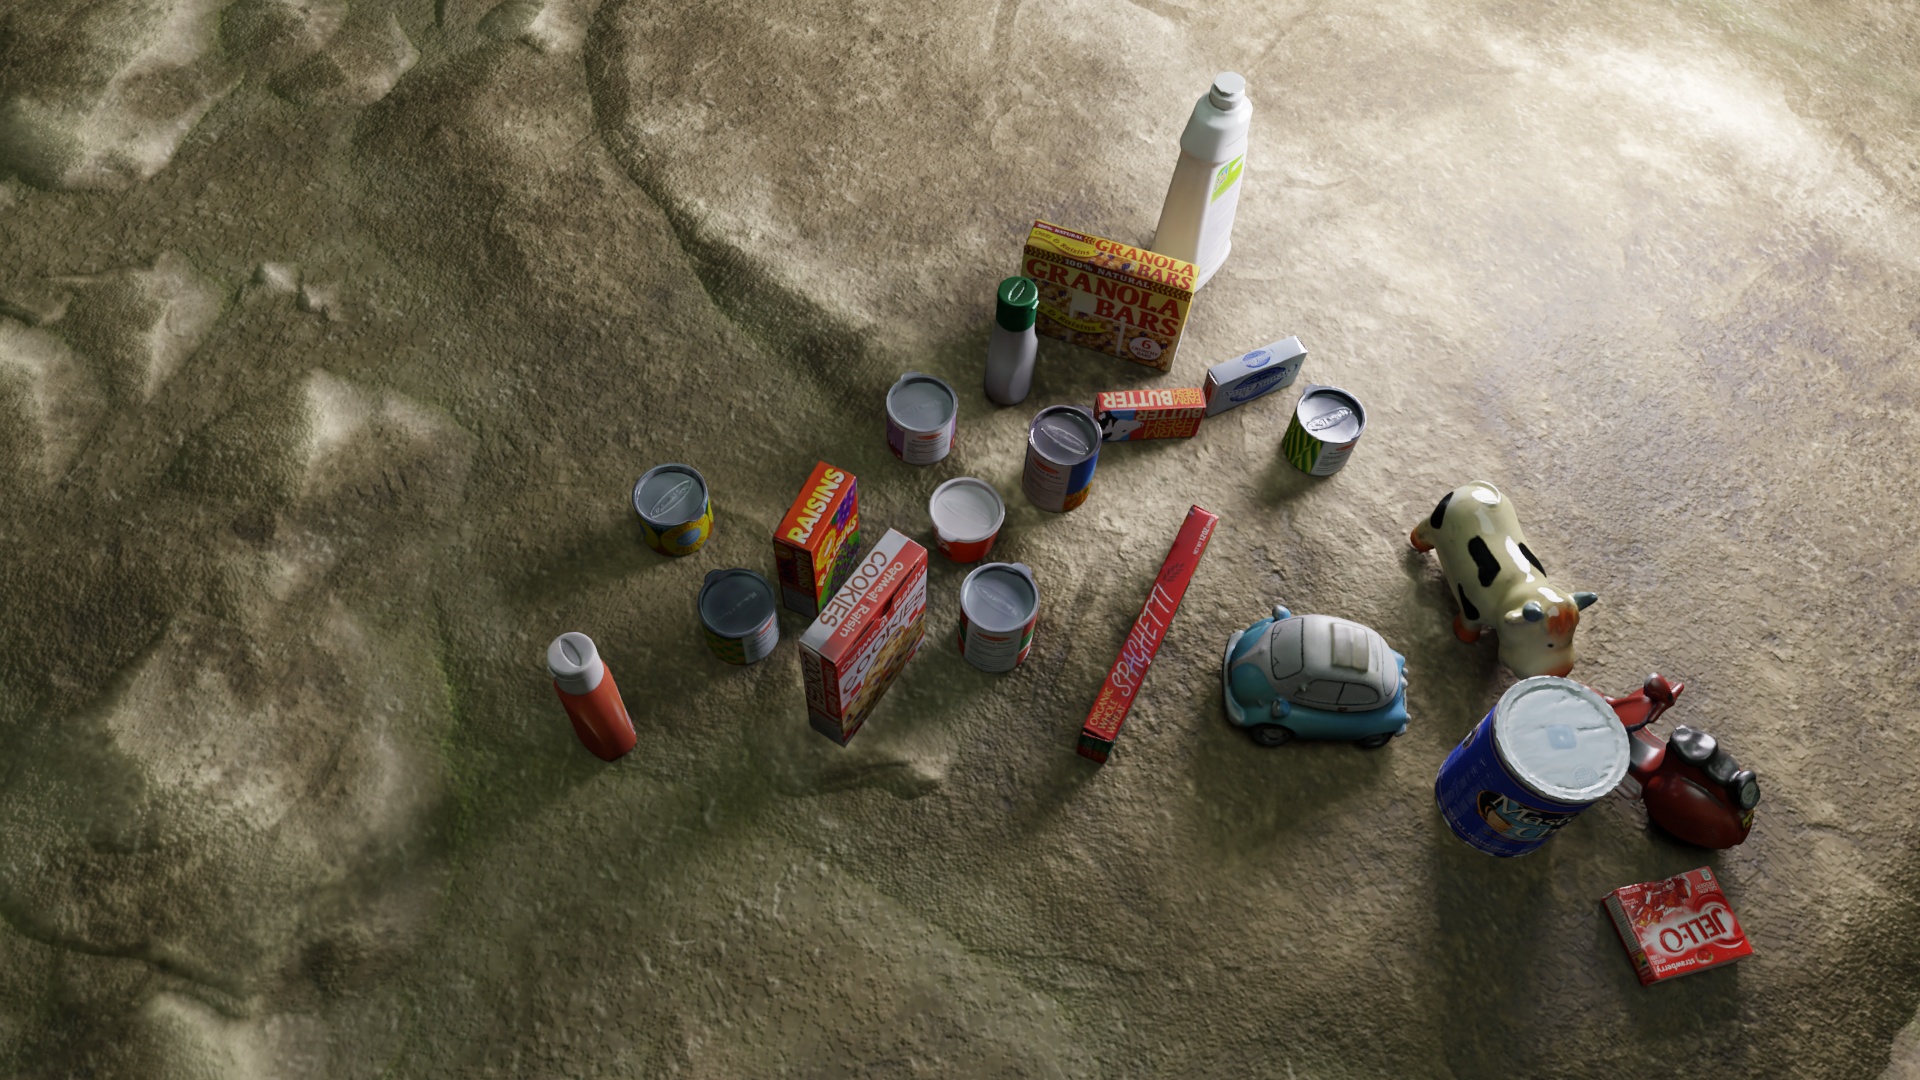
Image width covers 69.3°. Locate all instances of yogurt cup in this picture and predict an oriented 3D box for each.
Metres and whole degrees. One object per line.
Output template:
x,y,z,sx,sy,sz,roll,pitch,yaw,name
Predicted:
0.004,-0.016,1.259,0.072,0.053,0.073,1,59,-2,yogurt cup

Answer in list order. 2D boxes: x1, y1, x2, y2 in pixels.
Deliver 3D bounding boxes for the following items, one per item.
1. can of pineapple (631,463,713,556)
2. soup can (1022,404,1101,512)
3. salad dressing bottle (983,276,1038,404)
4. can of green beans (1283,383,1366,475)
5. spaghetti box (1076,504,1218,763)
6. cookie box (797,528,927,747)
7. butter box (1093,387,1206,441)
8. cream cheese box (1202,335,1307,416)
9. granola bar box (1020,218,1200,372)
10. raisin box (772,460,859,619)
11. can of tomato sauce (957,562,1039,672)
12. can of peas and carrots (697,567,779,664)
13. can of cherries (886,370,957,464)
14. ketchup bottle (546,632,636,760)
-0.257,-0.026,1.250,0.071,0.057,0.071,1,59,-2,can of pineapple
0.094,-0.076,1.282,0.071,0.083,0.071,1,60,-2,soup can
0.049,-0.188,1.309,0.044,0.147,0.064,26,62,12,salad dressing bottle
0.347,-0.104,1.326,0.071,0.057,0.071,1,59,-2,can of green beans
0.165,0.079,1.213,0.029,0.050,0.251,24,61,11,spaghetti box
-0.076,0.082,1.131,0.040,0.166,0.123,30,63,14,cookie box
0.179,-0.120,1.330,0.103,0.053,0.024,-4,60,-5,butter box
0.285,-0.161,1.359,0.104,0.053,0.024,-22,63,-15,cream cheese box
0.141,-0.238,1.357,0.166,0.123,0.039,18,61,8,granola bar box
-0.123,0.001,1.202,0.040,0.122,0.086,23,61,10,raisin box
0.032,0.066,1.195,0.071,0.082,0.071,1,60,-2,can of tomato sauce
-0.192,0.065,1.199,0.071,0.058,0.071,1,59,-2,can of peas and carrots
-0.037,-0.116,1.314,0.071,0.058,0.072,1,59,-2,can of cherries
-0.297,0.122,1.107,0.044,0.148,0.065,-34,67,-20,ketchup bottle
